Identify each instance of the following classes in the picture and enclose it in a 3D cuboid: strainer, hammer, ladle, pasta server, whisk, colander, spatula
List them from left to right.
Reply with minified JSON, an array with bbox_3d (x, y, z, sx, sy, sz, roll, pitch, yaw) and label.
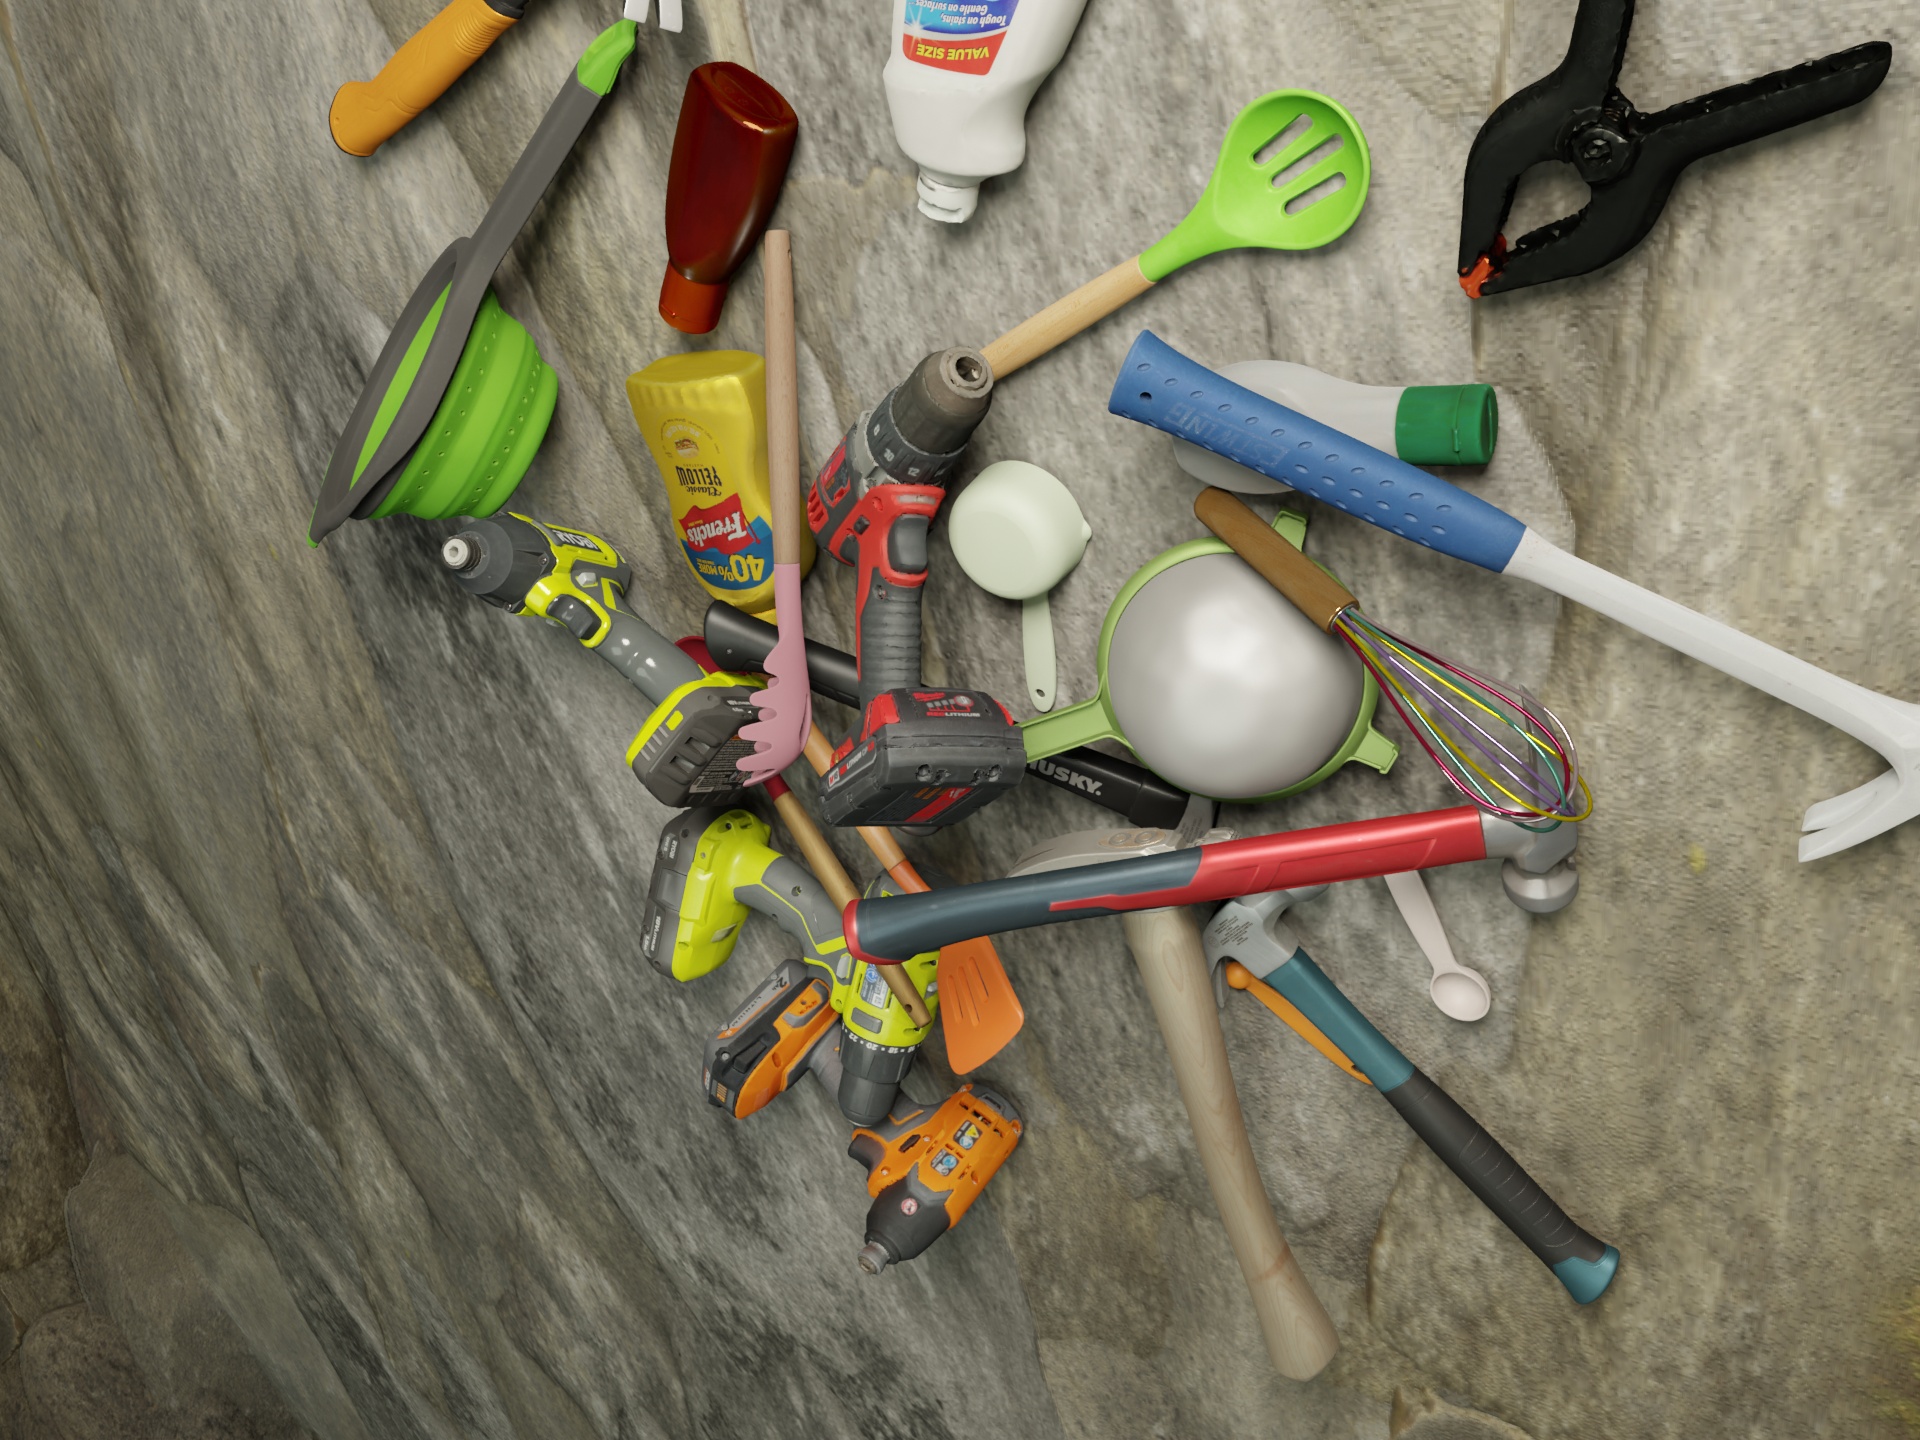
[{"bbox_3d":[-0.269,-0.386,0.892,0.337,0.034,0.127,-10,89,45],"label":"hammer"},{"bbox_3d":[-0.273,-0.245,0.979,0.094,0.205,0.397,26,127,-30],"label":"colander"},{"bbox_3d":[-0.108,-0.118,0.915,0.040,0.060,0.316,0,100,4],"label":"pasta server"},{"bbox_3d":[-0.107,0.073,1.082,0.069,0.031,0.315,-43,73,33],"label":"ladle"},{"bbox_3d":[-0.060,0.079,1.047,0.323,0.041,0.081,54,130,12],"label":"spatula"},{"bbox_3d":[-0.002,-0.003,0.957,0.335,0.035,0.146,22,132,9],"label":"hammer"},{"bbox_3d":[0.092,-0.001,0.846,0.256,0.069,0.151,-19,103,23],"label":"strainer"},{"bbox_3d":[0.116,0.072,0.830,0.386,0.038,0.143,-11,135,16],"label":"hammer"},{"bbox_3d":[0.151,0.248,0.991,0.146,0.038,0.410,-6,115,32],"label":"hammer"},{"bbox_3d":[0.197,-0.034,0.746,0.245,0.047,0.051,48,164,30],"label":"whisk"},{"bbox_3d":[0.273,0.224,0.955,0.331,0.033,0.128,45,130,-2],"label":"hammer"},{"bbox_3d":[0.254,-0.067,0.710,0.405,0.035,0.144,27,140,8],"label":"hammer"}]

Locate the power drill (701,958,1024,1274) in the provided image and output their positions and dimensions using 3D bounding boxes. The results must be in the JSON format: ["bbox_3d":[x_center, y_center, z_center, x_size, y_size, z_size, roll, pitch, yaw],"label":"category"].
[{"bbox_3d":[-0.086,0.300,1.198,0.226,0.164,0.084,33,140,16],"label":"power drill"}]

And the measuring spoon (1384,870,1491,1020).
[{"bbox_3d":[0.266,0.113,0.899,0.034,0.018,0.124,-20,101,44],"label":"measuring spoon"}]

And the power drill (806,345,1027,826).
[{"bbox_3d":[-0.023,-0.069,0.845,0.188,0.080,0.227,142,126,-60],"label":"power drill"}]

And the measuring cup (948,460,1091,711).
[{"bbox_3d":[0.034,-0.067,0.919,0.083,0.038,0.167,14,129,29],"label":"measuring cup"}]

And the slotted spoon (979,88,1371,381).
[{"bbox_3d":[0.073,-0.215,0.787,0.314,0.031,0.070,-21,107,47],"label":"slotted spoon"}]

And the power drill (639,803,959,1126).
[{"bbox_3d":[-0.117,0.169,1.148,0.229,0.080,0.190,22,107,25],"label":"power drill"}]

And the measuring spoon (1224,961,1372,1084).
[{"bbox_3d":[0.213,0.192,0.997,0.117,0.011,0.021,38,137,9],"label":"measuring spoon"}]

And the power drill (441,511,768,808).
[{"bbox_3d":[-0.222,-0.046,1.022,0.223,0.171,0.080,42,101,13],"label":"power drill"}]
